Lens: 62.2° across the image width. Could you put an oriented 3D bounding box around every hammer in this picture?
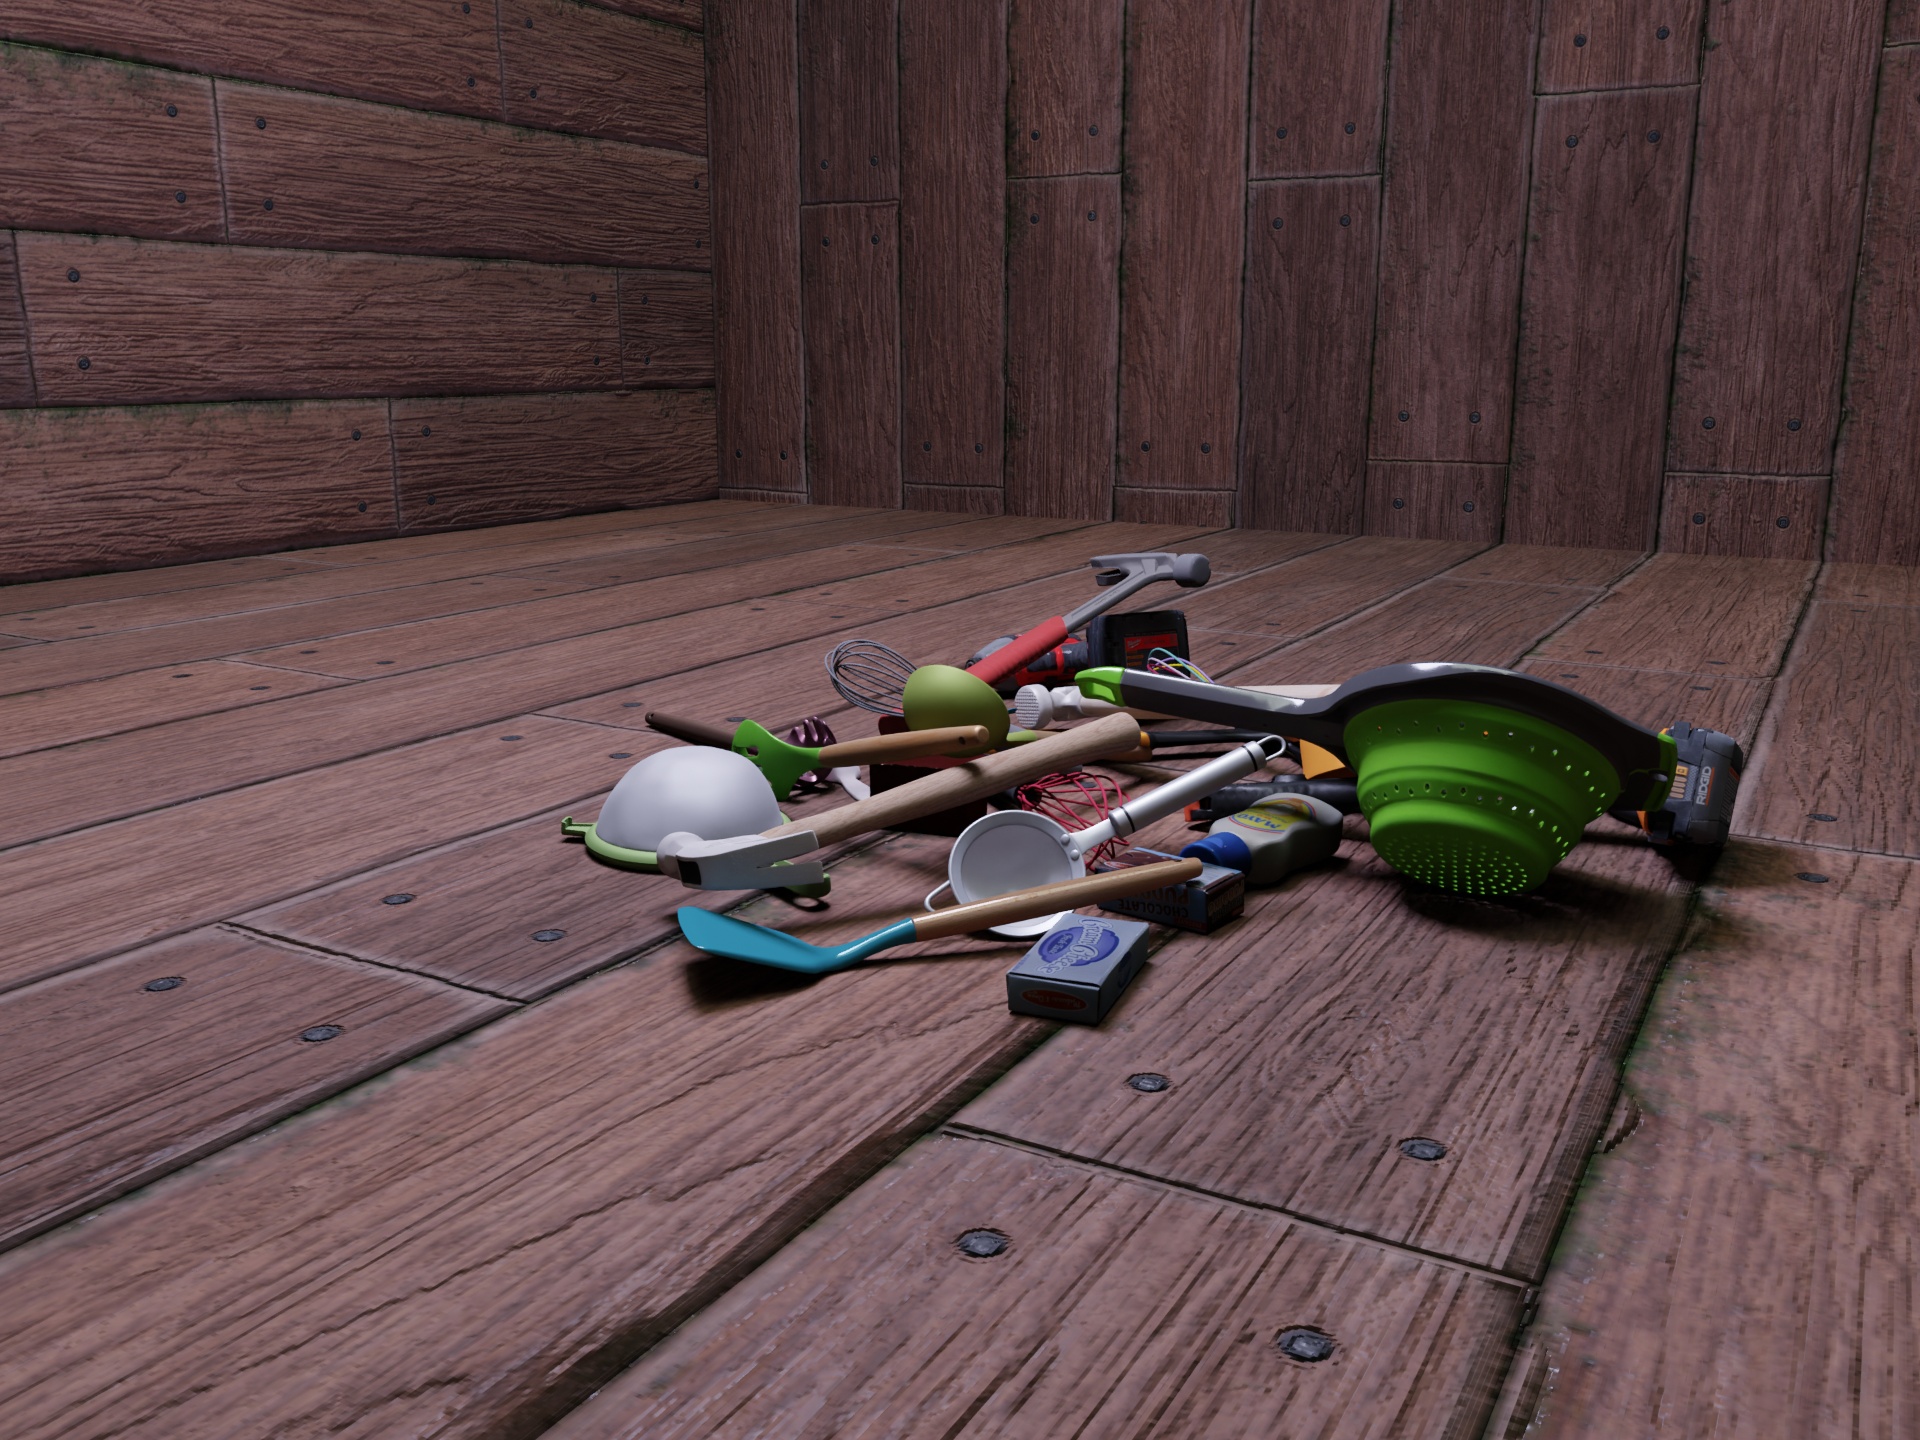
[{"bbox_3d":[0.132,0.021,1.385,0.337,0.034,0.127,-3,12,-11],"label":"hammer"},{"bbox_3d":[0.061,-0.069,1.430,0.359,0.036,0.149,-32,22,-33],"label":"hammer"},{"bbox_3d":[0.222,-0.015,1.242,0.146,0.038,0.411,-7,5,-35],"label":"hammer"},{"bbox_3d":[-0.023,0.050,1.029,0.331,0.031,0.130,-17,10,-26],"label":"hammer"}]

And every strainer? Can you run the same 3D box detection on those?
[{"bbox_3d":[-0.166,0.064,1.115,0.151,0.069,0.256,-9,14,-36],"label":"strainer"},{"bbox_3d":[0.095,0.070,1.007,0.258,0.087,0.050,-26,-25,-9],"label":"strainer"}]

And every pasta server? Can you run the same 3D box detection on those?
[{"bbox_3d":[-0.202,0.014,1.404,0.316,0.060,0.040,12,-24,50],"label":"pasta server"}]

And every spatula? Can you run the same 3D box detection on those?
[{"bbox_3d":[-0.004,0.109,0.941,0.317,0.044,0.082,-10,12,-14],"label":"spatula"}]

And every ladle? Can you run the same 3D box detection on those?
[{"bbox_3d":[0.067,0.004,1.210,0.078,0.062,0.320,0,-5,35],"label":"ladle"}]

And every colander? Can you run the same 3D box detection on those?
[{"bbox_3d":[0.254,0.037,1.057,0.397,0.094,0.204,11,-23,22],"label":"colander"}]

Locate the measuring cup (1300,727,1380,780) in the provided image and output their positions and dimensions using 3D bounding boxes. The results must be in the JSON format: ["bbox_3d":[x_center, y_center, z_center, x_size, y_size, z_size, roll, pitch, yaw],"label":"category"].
[{"bbox_3d":[0.306,0.009,1.228,0.095,0.052,0.173,-8,-17,10],"label":"measuring cup"}]

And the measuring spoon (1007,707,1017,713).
[{"bbox_3d":[0.041,0.002,1.431,0.128,0.021,0.042,-14,1,20],"label":"measuring spoon"}]

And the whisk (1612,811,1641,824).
[{"bbox_3d":[0.478,0.029,1.309,0.070,0.070,0.285,-5,19,-19],"label":"whisk"}]

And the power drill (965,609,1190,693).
[{"bbox_3d":[0.114,-0.063,1.604,0.143,0.078,0.220,-7,2,-37],"label":"power drill"}]

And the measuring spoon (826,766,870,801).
[{"bbox_3d":[-0.084,0.049,1.296,0.034,0.018,0.124,-5,15,-22],"label":"measuring spoon"}]

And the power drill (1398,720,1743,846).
[{"bbox_3d":[0.430,0.031,1.145,0.226,0.084,0.164,11,-1,30],"label":"power drill"}]

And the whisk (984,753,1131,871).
[{"bbox_3d":[0.056,0.058,1.177,0.073,0.073,0.296,-4,8,-17],"label":"whisk"}]

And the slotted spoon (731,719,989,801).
[{"bbox_3d":[-0.083,0.023,1.144,0.031,0.070,0.314,-28,13,-37],"label":"slotted spoon"}]

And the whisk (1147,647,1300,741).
[{"bbox_3d":[0.228,-0.022,1.402,0.047,0.051,0.245,1,13,-25],"label":"whisk"}]

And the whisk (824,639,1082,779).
[{"bbox_3d":[-0.003,-0.004,1.298,0.238,0.055,0.055,25,6,-18],"label":"whisk"}]
